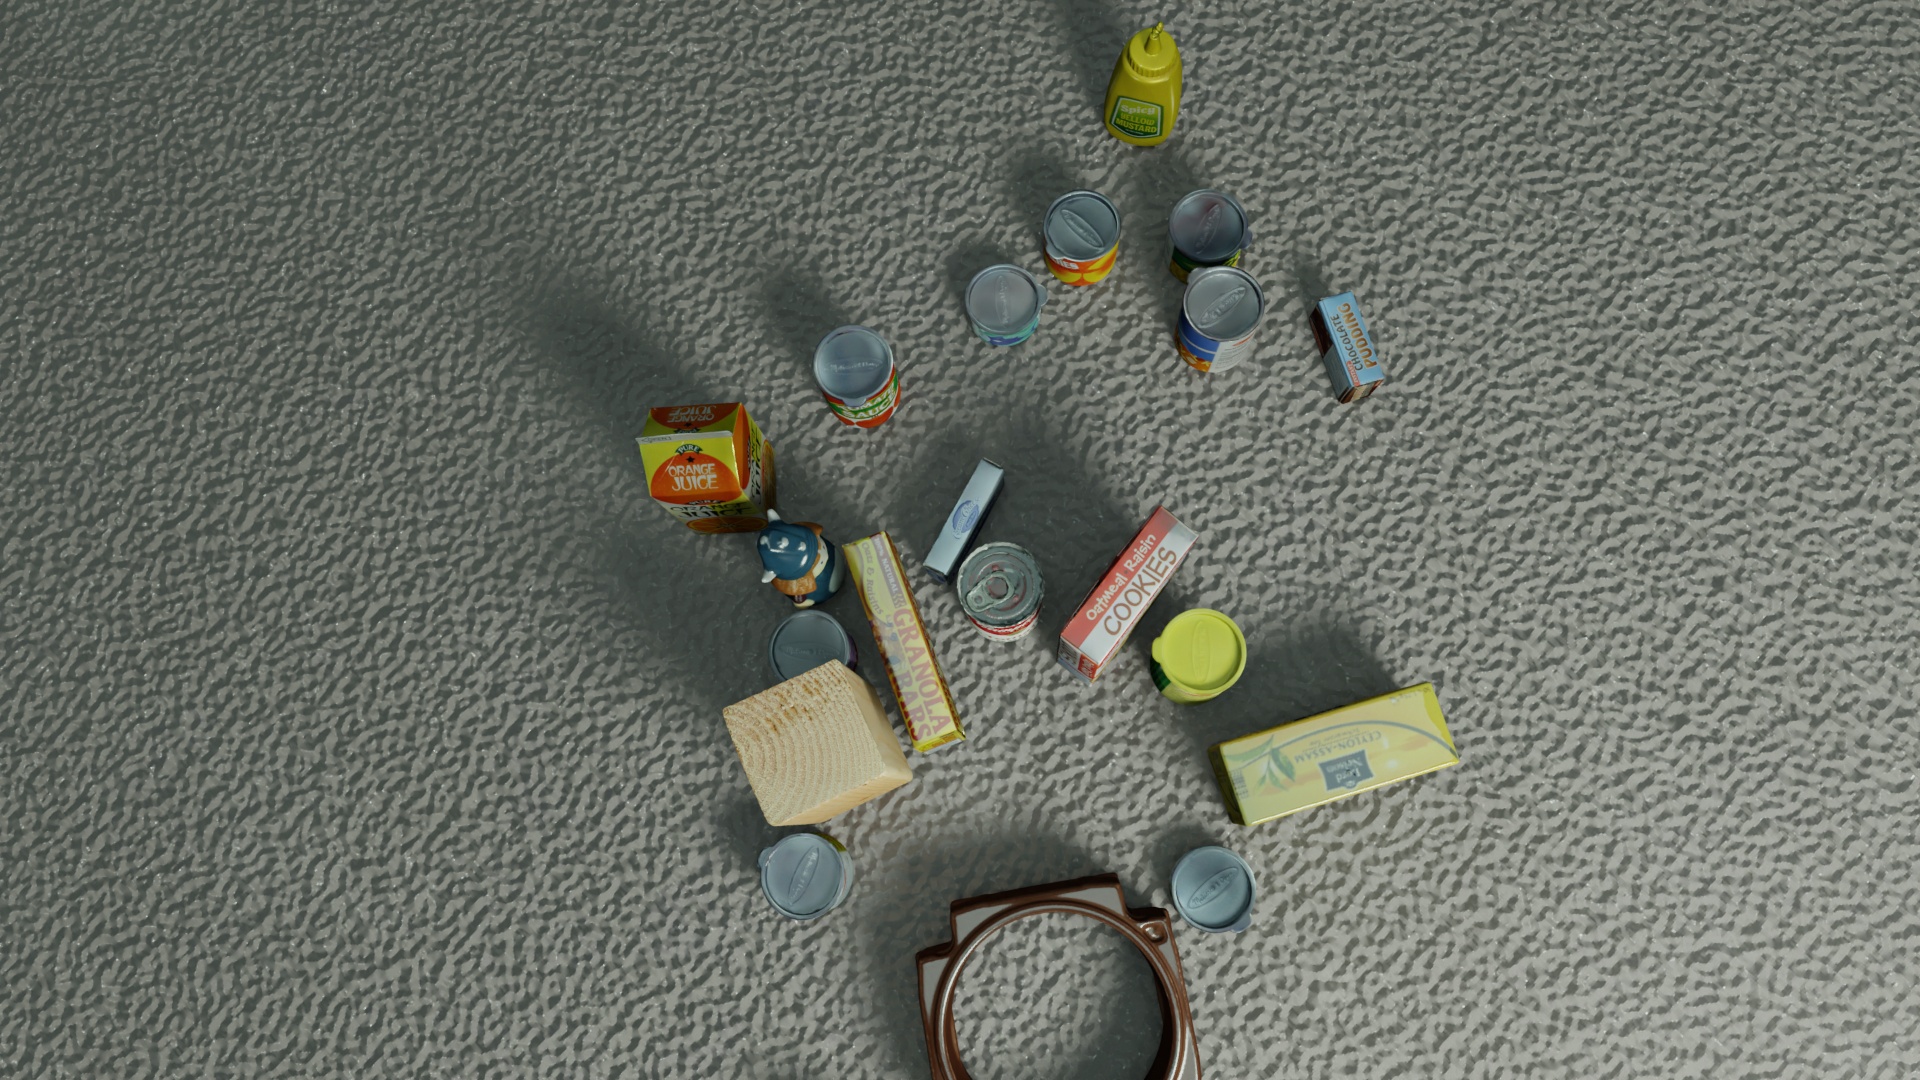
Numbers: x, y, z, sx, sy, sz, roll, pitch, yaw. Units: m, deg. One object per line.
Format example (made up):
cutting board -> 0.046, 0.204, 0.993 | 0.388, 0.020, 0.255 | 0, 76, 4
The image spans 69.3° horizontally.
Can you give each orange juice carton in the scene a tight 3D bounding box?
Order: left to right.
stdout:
orange juice carton -> -0.198, -0.059, 1.107 | 0.072, 0.192, 0.073 | -3, 79, 2

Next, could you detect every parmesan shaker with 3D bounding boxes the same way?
parmesan shaker -> 0.183, 0.093, 1.101 | 0.071, 0.103, 0.071 | -1, 79, 3

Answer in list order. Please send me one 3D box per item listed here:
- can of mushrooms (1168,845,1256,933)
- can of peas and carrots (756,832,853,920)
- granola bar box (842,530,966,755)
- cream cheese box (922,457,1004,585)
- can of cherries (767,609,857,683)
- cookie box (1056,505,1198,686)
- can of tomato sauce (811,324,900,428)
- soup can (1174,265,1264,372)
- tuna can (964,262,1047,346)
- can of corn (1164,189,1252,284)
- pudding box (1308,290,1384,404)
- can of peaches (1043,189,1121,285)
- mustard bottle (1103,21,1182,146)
can of mushrooms -> 0.200, 0.277, 1.097 | 0.071, 0.033, 0.071 | -1, 78, 3
can of peas and carrots -> -0.123, 0.264, 1.103 | 0.071, 0.058, 0.071 | -1, 78, 3
granola bar box -> -0.042, 0.084, 1.104 | 0.039, 0.124, 0.166 | -21, 78, -1
cream cheese box -> 0.004, -0.015, 1.158 | 0.024, 0.053, 0.104 | 27, 81, 8
can of cherries -> -0.121, 0.096, 1.139 | 0.071, 0.058, 0.071 | -1, 78, 3
cookie box -> 0.125, 0.047, 1.081 | 0.040, 0.167, 0.123 | 37, 83, 9
can of tomato sauce -> -0.085, -0.135, 1.173 | 0.071, 0.083, 0.071 | -1, 78, 3
soup can -> 0.215, -0.187, 1.168 | 0.071, 0.083, 0.071 | -1, 78, 3
tuna can -> 0.040, -0.205, 1.207 | 0.071, 0.032, 0.071 | -1, 78, 3
can of corn -> 0.213, -0.258, 1.197 | 0.071, 0.058, 0.071 | -1, 78, 3
pudding box -> 0.326, -0.163, 1.175 | 0.030, 0.049, 0.084 | -17, 78, 0
can of peaches -> 0.103, -0.260, 1.203 | 0.071, 0.058, 0.071 | -1, 78, 3
mustard bottle -> 0.157, -0.390, 1.175 | 0.065, 0.160, 0.049 | 14, 80, 6
